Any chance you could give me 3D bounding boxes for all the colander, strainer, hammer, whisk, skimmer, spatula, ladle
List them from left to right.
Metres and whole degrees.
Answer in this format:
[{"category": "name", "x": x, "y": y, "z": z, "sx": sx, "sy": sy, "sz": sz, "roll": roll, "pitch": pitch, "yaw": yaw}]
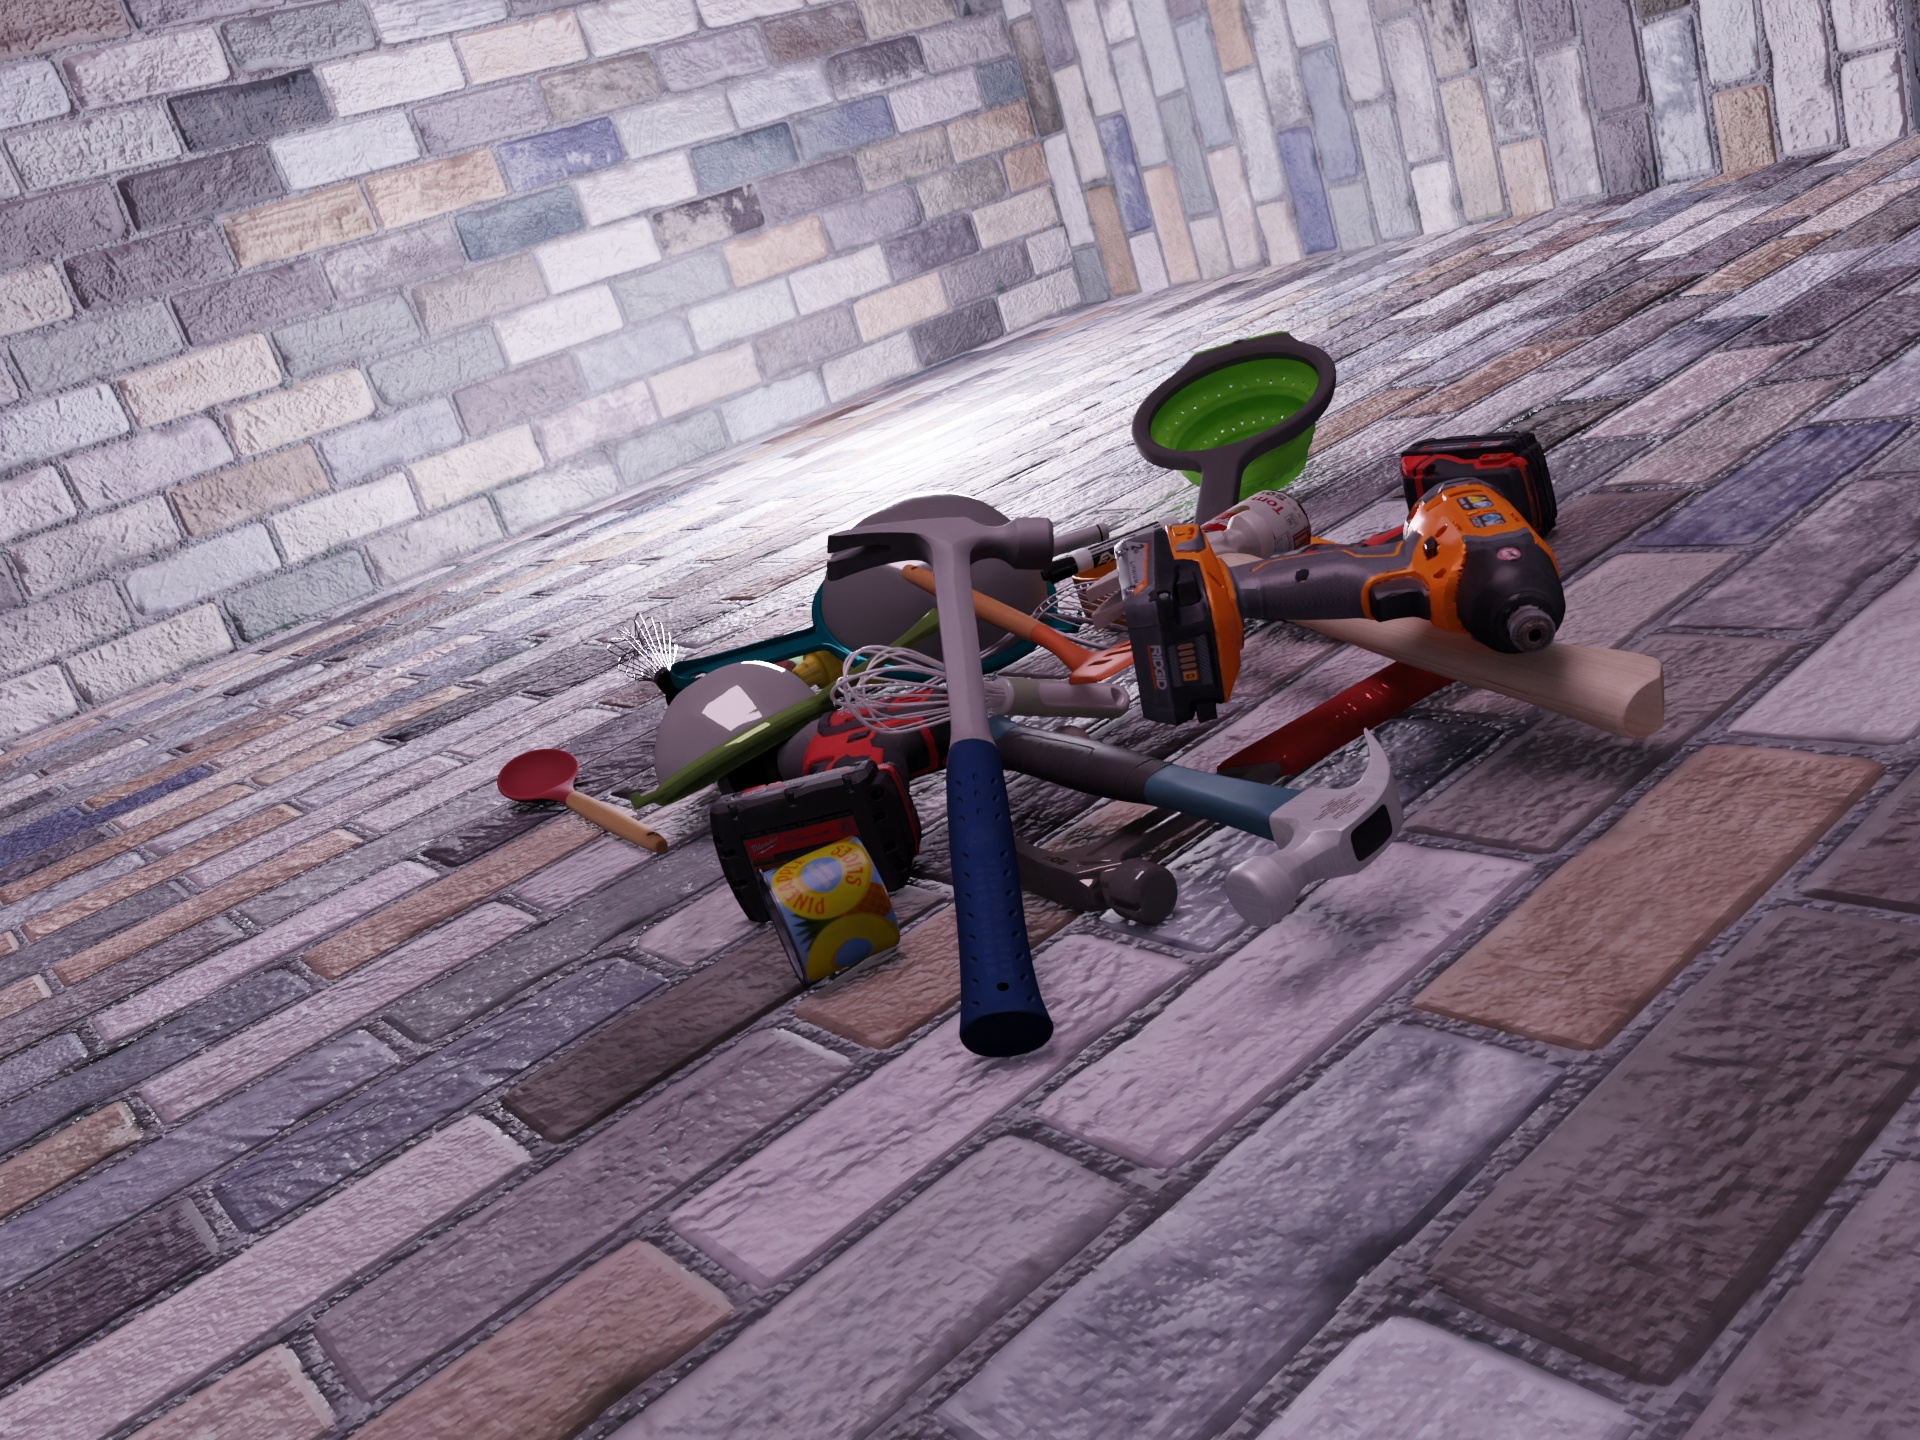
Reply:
[{"category": "ladle", "x": -0.296, "y": 0.066, "z": 1.258, "sx": 0.069, "sy": 0.031, "sz": 0.316, "roll": -30, "pitch": 23, "yaw": -25}, {"category": "whisk", "x": -0.294, "y": -0.048, "z": 1.553, "sx": 0.070, "sy": 0.070, "sz": 0.285, "roll": -23, "pitch": 23, "yaw": -14}, {"category": "strainer", "x": -0.131, "y": -0.028, "z": 1.160, "sx": 0.256, "sy": 0.069, "sz": 0.151, "roll": -32, "pitch": -2, "yaw": 16}, {"category": "strainer", "x": -0.081, "y": -0.111, "z": 1.312, "sx": 0.340, "sy": 0.095, "sz": 0.211, "roll": -18, "pitch": 42, "yaw": -20}, {"category": "skimmer", "x": -0.002, "y": -0.004, "z": 1.173, "sx": 0.363, "sy": 0.090, "sz": 0.127, "roll": -27, "pitch": 11, "yaw": 5}, {"category": "hammer", "x": 0.000, "y": 0.010, "z": 0.870, "sx": 0.144, "sy": 0.035, "sz": 0.406, "roll": -1, "pitch": 41, "yaw": -4}, {"category": "whisk", "x": 0.021, "y": -0.017, "z": 1.030, "sx": 0.246, "sy": 0.058, "sz": 0.059, "roll": 2, "pitch": -24, "yaw": -40}, {"category": "strainer", "x": 0.042, "y": -0.157, "z": 1.569, "sx": 0.258, "sy": 0.050, "sz": 0.087, "roll": -18, "pitch": 3, "yaw": -11}, {"category": "spatula", "x": 0.040, "y": -0.075, "z": 1.111, "sx": 0.081, "sy": 0.041, "sz": 0.323, "roll": -30, "pitch": 31, "yaw": -21}, {"category": "hammer", "x": 0.099, "y": 0.033, "z": 0.850, "sx": 0.128, "sy": 0.033, "sz": 0.331, "roll": -29, "pitch": 20, "yaw": -24}, {"category": "colander", "x": 0.263, "y": -0.229, "z": 1.513, "sx": 0.204, "sy": 0.094, "sz": 0.397, "roll": -10, "pitch": 38, "yaw": 23}, {"category": "hammer", "x": 0.192, "y": 0.012, "z": 0.927, "sx": 0.359, "sy": 0.036, "sz": 0.149, "roll": -27, "pitch": 20, "yaw": -24}, {"category": "hammer", "x": 0.235, "y": -0.055, "z": 0.949, "sx": 0.146, "sy": 0.038, "sz": 0.411, "roll": -25, "pitch": 25, "yaw": -19}]

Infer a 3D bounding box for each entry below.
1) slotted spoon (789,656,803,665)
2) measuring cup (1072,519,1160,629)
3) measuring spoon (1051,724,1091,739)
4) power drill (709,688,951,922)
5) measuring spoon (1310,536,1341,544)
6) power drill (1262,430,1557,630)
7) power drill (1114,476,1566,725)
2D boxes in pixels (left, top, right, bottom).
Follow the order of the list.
[{"category": "slotted spoon", "x": -0.123, "y": -0.084, "z": 1.532, "sx": 0.070, "sy": 0.031, "sz": 0.314, "roll": -7, "pitch": 20, "yaw": 33}, {"category": "measuring cup", "x": 0.154, "y": -0.125, "z": 1.344, "sx": 0.095, "sy": 0.052, "sz": 0.174, "roll": -10, "pitch": 18, "yaw": 25}, {"category": "measuring spoon", "x": 0.092, "y": 0.019, "z": 1.031, "sx": 0.034, "sy": 0.018, "sz": 0.124, "roll": -26, "pitch": 20, "yaw": -24}, {"category": "power drill", "x": -0.081, "y": 0.045, "z": 1.039, "sx": 0.143, "sy": 0.078, "sz": 0.220, "roll": -14, "pitch": 16, "yaw": 13}, {"category": "measuring spoon", "x": 0.305, "y": -0.147, "z": 1.322, "sx": 0.021, "sy": 0.011, "sz": 0.117, "roll": -22, "pitch": 18, "yaw": -11}, {"category": "power drill", "x": 0.309, "y": -0.133, "z": 1.180, "sx": 0.227, "sy": 0.080, "sz": 0.188, "roll": -33, "pitch": 22, "yaw": -30}, {"category": "power drill", "x": 0.203, "y": -0.063, "z": 0.853, "sx": 0.226, "sy": 0.084, "sz": 0.164, "roll": -10, "pitch": 25, "yaw": 6}]
